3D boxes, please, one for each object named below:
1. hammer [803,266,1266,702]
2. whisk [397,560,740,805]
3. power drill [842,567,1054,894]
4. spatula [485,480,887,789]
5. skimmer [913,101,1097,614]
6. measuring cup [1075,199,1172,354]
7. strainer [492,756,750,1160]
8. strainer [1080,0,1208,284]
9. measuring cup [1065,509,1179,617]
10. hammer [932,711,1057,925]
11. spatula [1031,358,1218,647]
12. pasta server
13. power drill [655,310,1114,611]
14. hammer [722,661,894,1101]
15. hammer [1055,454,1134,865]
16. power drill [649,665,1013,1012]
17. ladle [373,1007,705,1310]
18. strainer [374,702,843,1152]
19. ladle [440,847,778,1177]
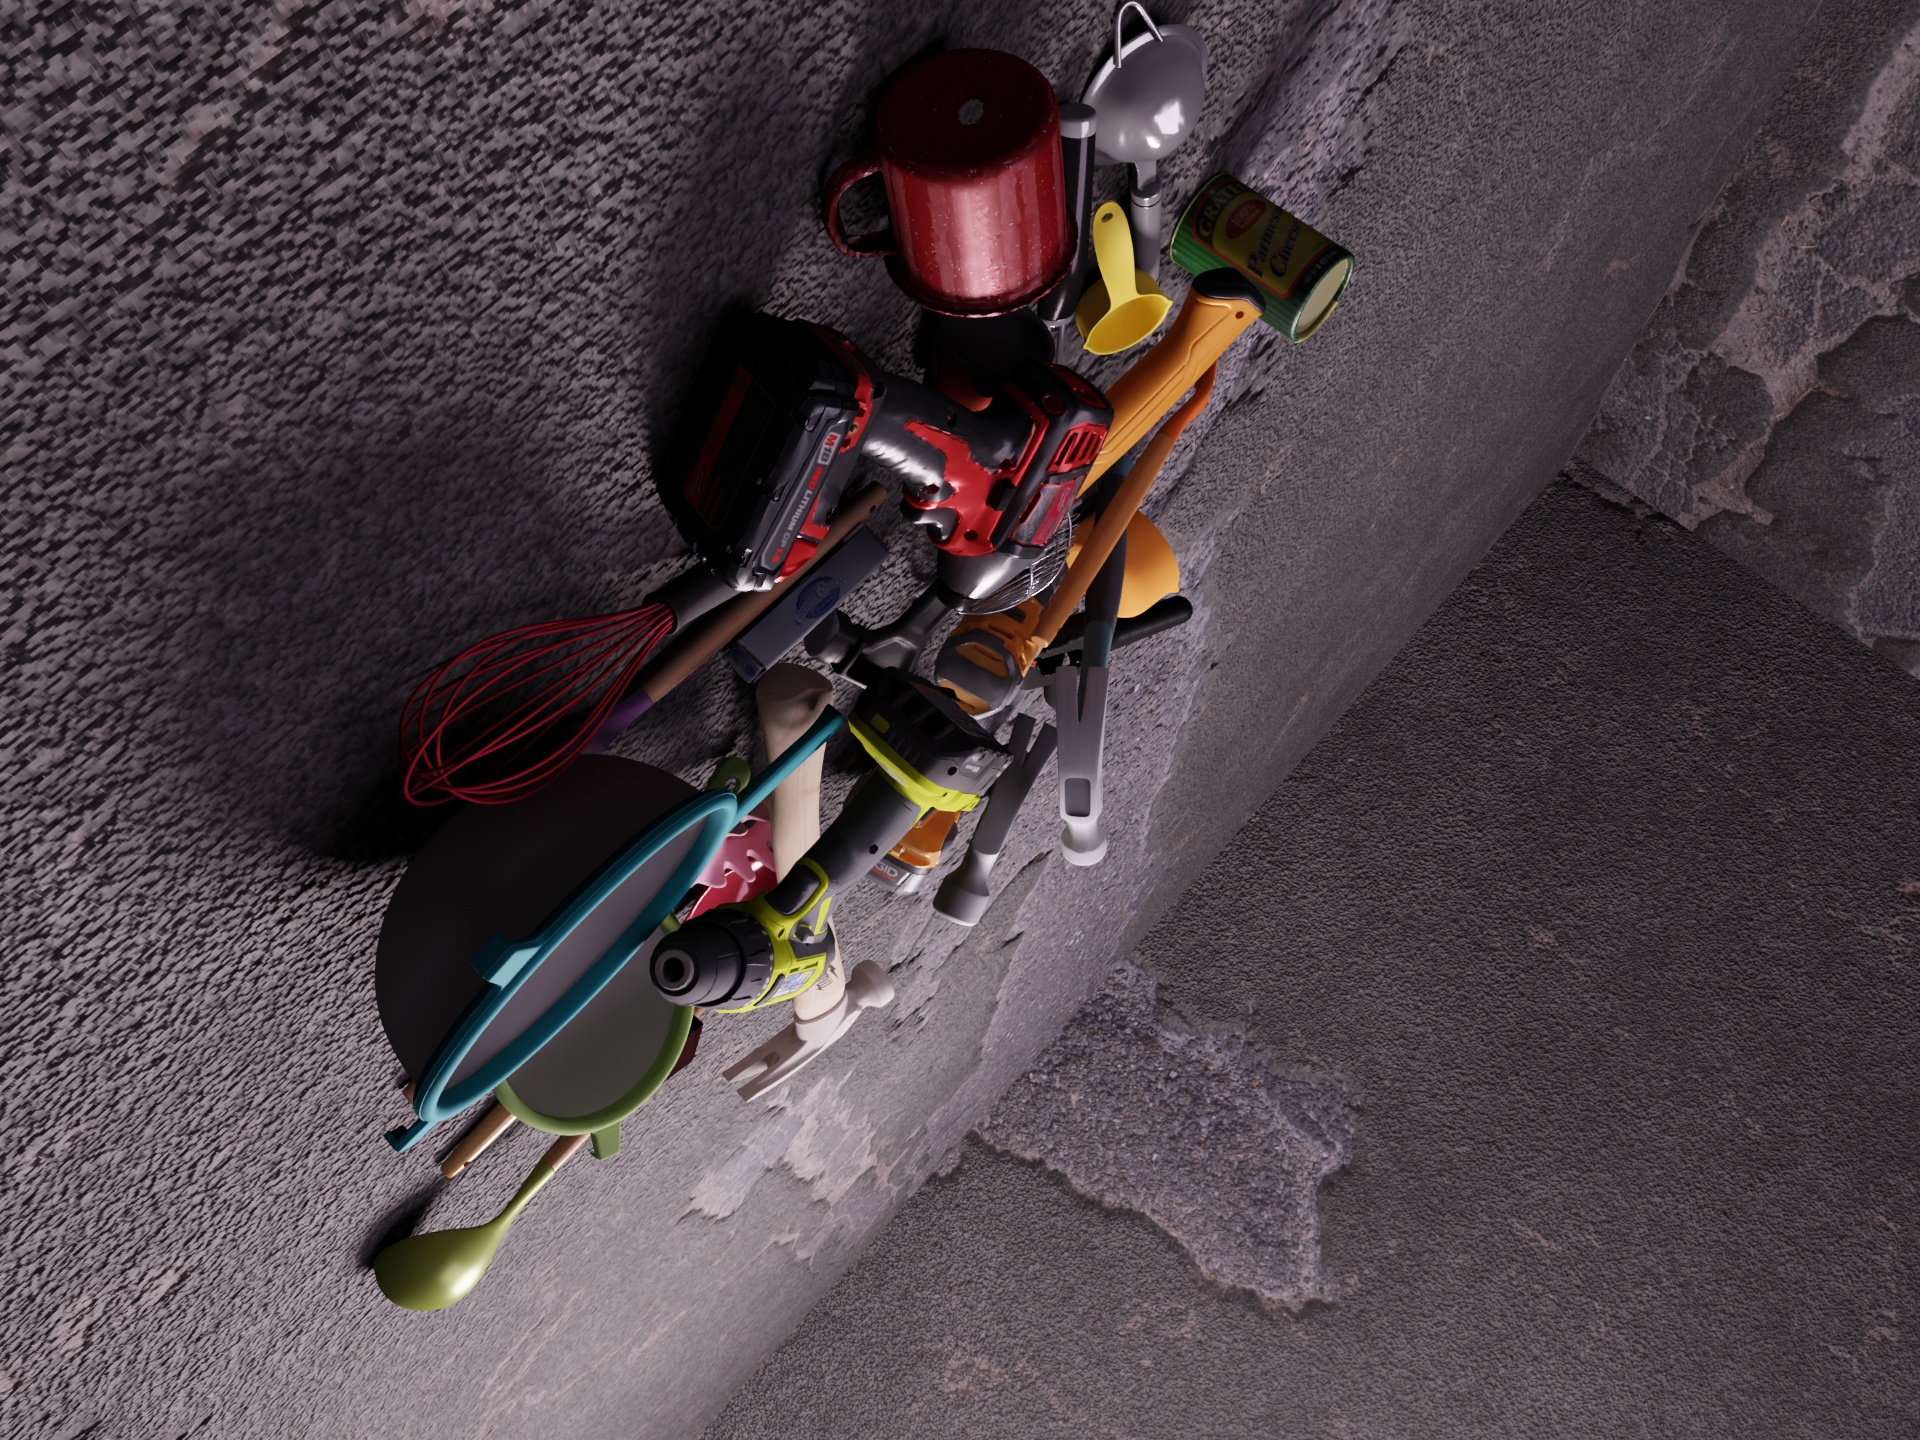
[{"bbox_3d":[0.056,-0.131,0.952,0.127,0.034,0.337,27,119,-37],"label":"hammer"},{"bbox_3d":[-0.160,-0.043,0.777,0.296,0.073,0.073,-42,162,-45],"label":"whisk"},{"bbox_3d":[-0.002,-0.004,1.175,0.226,0.084,0.185,-62,179,29],"label":"power drill"},{"bbox_3d":[-0.154,-0.032,0.868,0.316,0.018,0.059,-43,160,-19],"label":"spatula"},{"bbox_3d":[0.032,-0.203,0.962,0.127,0.090,0.363,-32,145,-29],"label":"skimmer"},{"bbox_3d":[0.090,-0.271,0.948,0.062,0.029,0.156,-27,160,3],"label":"measuring cup"},{"bbox_3d":[-0.214,0.125,0.976,0.151,0.069,0.256,51,56,-37],"label":"strainer"},{"bbox_3d":[0.110,-0.312,0.921,0.087,0.050,0.258,-33,164,-3],"label":"strainer"},{"bbox_3d":[0.114,-0.114,1.287,0.052,0.095,0.173,-39,178,-18],"label":"measuring cup"},{"bbox_3d":[0.035,0.051,1.242,0.405,0.035,0.144,-56,170,-84],"label":"hammer"},{"bbox_3d":[0.120,-0.177,1.081,0.323,0.041,0.081,-58,170,-25],"label":"spatula"},{"bbox_3d":[-0.220,0.144,1.029,0.316,0.040,0.060,-39,150,-29],"label":"pasta server"},{"bbox_3d":[-0.031,-0.119,0.792,0.219,0.079,0.143,-1,131,-45],"label":"power drill"},{"bbox_3d":[-0.115,0.118,1.090,0.146,0.038,0.410,-34,147,-26],"label":"hammer"},{"bbox_3d":[0.096,-0.068,1.101,0.128,0.033,0.331,82,13,-46],"label":"hammer"},{"bbox_3d":[-0.081,0.080,0.943,0.228,0.080,0.190,-50,167,6],"label":"power drill"},{"bbox_3d":[-0.296,0.302,1.176,0.320,0.062,0.078,-47,162,-34],"label":"ladle"},{"bbox_3d":[-0.183,0.056,0.827,0.340,0.095,0.211,-45,175,-48],"label":"strainer"},{"bbox_3d":[-0.240,0.198,1.108,0.315,0.031,0.069,-45,155,-12],"label":"ladle"}]
